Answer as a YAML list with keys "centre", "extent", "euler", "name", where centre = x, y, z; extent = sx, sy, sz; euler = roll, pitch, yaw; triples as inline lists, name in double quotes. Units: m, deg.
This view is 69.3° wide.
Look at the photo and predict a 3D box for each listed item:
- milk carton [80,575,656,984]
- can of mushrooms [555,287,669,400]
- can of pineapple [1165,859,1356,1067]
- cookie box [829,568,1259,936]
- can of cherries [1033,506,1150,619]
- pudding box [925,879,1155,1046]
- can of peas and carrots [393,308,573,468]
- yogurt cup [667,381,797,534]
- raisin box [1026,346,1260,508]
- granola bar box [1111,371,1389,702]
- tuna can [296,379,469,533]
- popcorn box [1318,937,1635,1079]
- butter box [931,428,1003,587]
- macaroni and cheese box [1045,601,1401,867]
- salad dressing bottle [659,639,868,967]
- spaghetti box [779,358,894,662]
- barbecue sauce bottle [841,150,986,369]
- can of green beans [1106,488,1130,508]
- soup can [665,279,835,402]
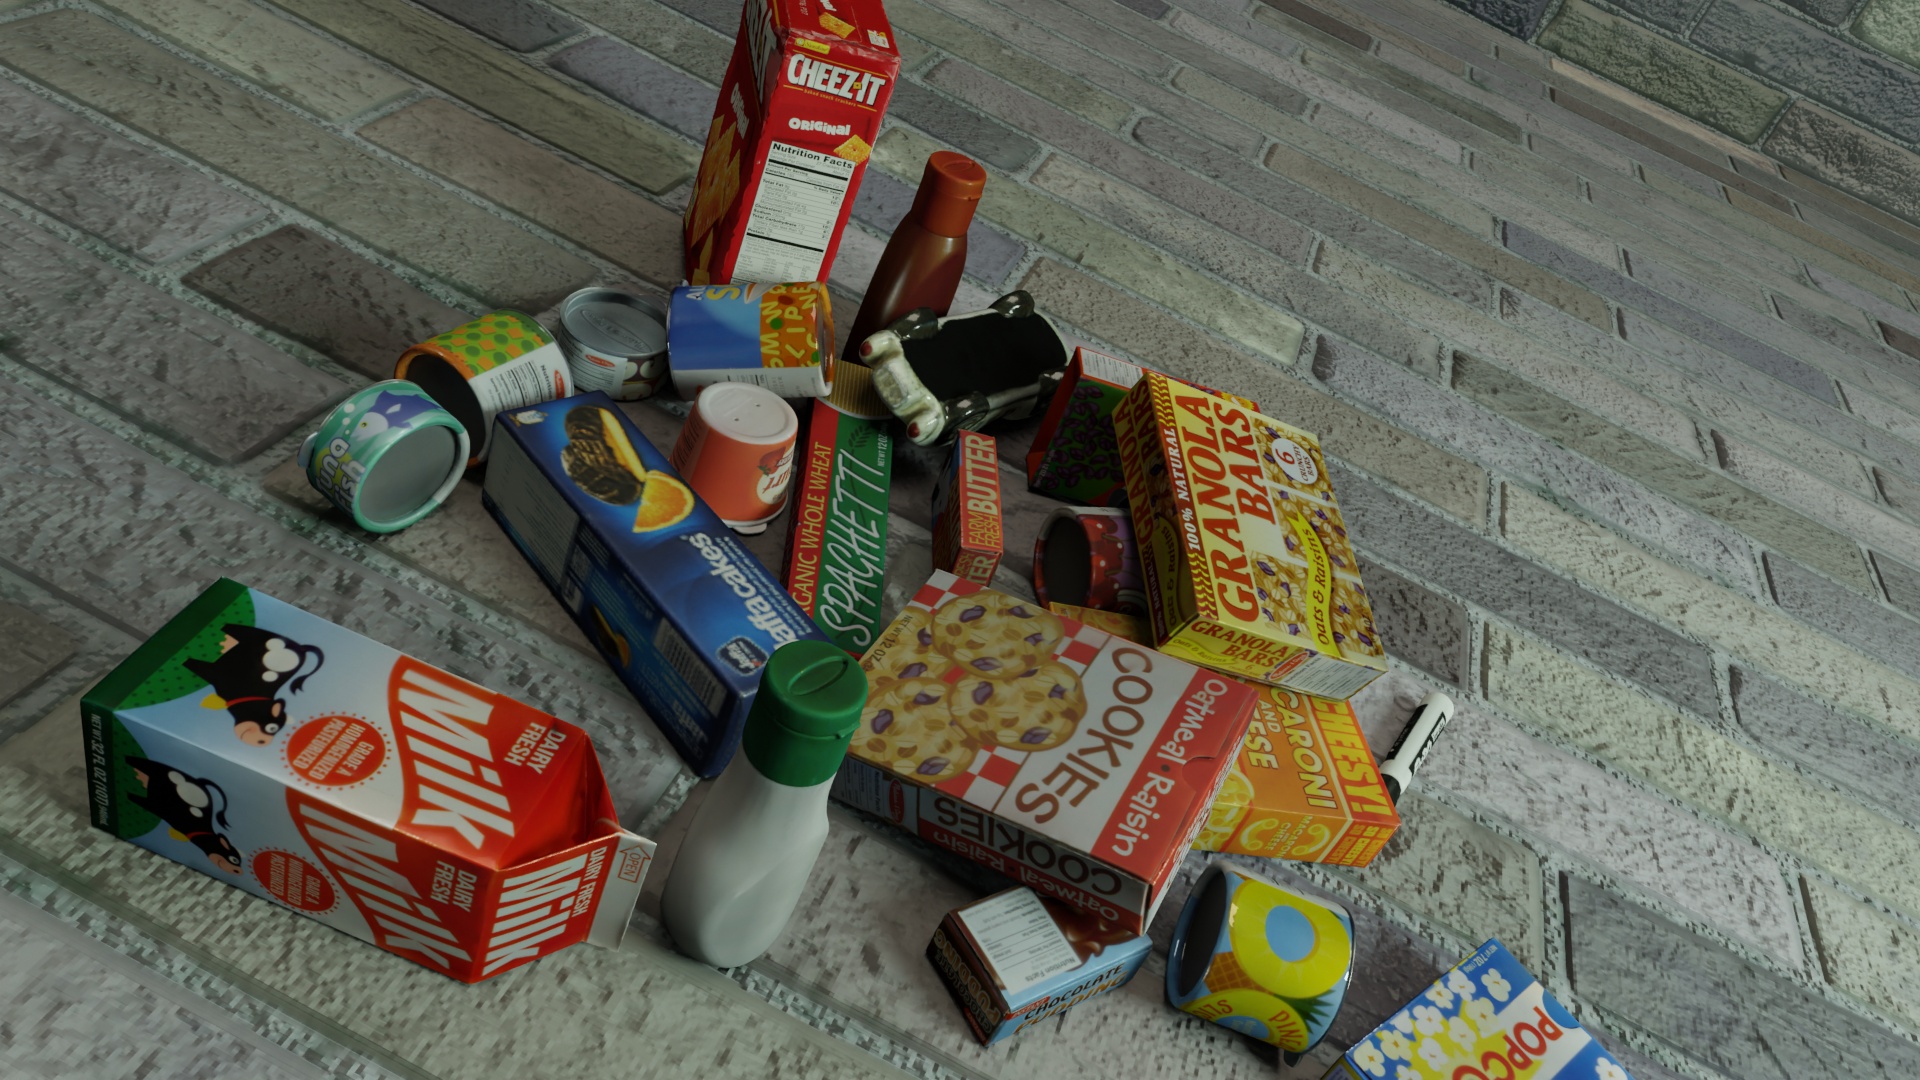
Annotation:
- centre: [-0.206, 0.094, 0.506]
  extent: [0.191, 0.072, 0.074]
  euler: [24, 37, -1]
  name: "milk carton"
- centre: [-0.195, -0.113, 0.793]
  extent: [0.071, 0.033, 0.071]
  euler: [15, 38, -12]
  name: "can of mushrooms"
- centre: [0.127, 0.179, 0.593]
  extent: [0.058, 0.070, 0.071]
  euler: [22, 37, -3]
  name: "can of pineapple"
- centre: [0.031, 0.087, 0.620]
  extent: [0.167, 0.040, 0.123]
  euler: [20, 44, 21]
  name: "cookie box"
- centre: [0.080, 0.017, 0.763]
  extent: [0.058, 0.071, 0.072]
  euler: [1, 43, -28]
  name: "can of cherries"
- centre: [0.034, 0.170, 0.581]
  extent: [0.084, 0.030, 0.050]
  euler: [-11, 48, -37]
  name: "pudding box"
- centre: [-0.242, -0.077, 0.699]
  extent: [0.071, 0.070, 0.059]
  euler: [34, 38, 12]
  name: "can of peas and carrots"
- centre: [-0.119, -0.048, 0.740]
  extent: [0.072, 0.053, 0.073]
  euler: [15, 37, -12]
  name: "yogurt cup"
- centre: [0.113, -0.059, 0.853]
  extent: [0.123, 0.085, 0.040]
  euler: [16, 33, -11]
  name: "raisin box"
- centre: [0.151, -0.003, 0.745]
  extent: [0.124, 0.039, 0.166]
  euler: [17, 46, -25]
  name: "granola bar box"
- centre: [-0.263, -0.038, 0.637]
  extent: [0.033, 0.070, 0.071]
  euler: [37, 39, 15]
  name: "tuna can"
- centre: [0.221, 0.237, 0.597]
  extent: [0.127, 0.038, 0.085]
  euler: [-16, 51, -40]
  name: "popcorn box"
- centre: [0.003, -0.010, 0.761]
  extent: [0.024, 0.052, 0.104]
  euler: [13, 39, -12]
  name: "butter box"
- centre: [0.125, 0.099, 0.709]
  extent: [0.166, 0.040, 0.124]
  euler: [10, 39, -17]
  name: "macaroni and cheese box"
- centre: [-0.071, 0.099, 0.512]
  extent: [0.044, 0.146, 0.064]
  euler: [40, 39, 20]
  name: "salad dressing bottle"
- centre: [-0.065, -0.018, 0.754]
  extent: [0.050, 0.028, 0.251]
  euler: [14, 38, -12]
  name: "spaghetti box"
- centre: [-0.025, -0.165, 0.854]
  extent: [0.044, 0.147, 0.065]
  euler: [42, 40, 20]
  name: "barbecue sauce bottle"
- centre: [0.128, -0.003, 0.810]
  extent: [0.058, 0.071, 0.071]
  euler: [-12, 50, -39]
  name: "can of green beans"
- centre: [-0.117, -0.115, 0.786]
  extent: [0.084, 0.071, 0.072]
  euler: [-2, 39, 3]
  name: "soup can"
